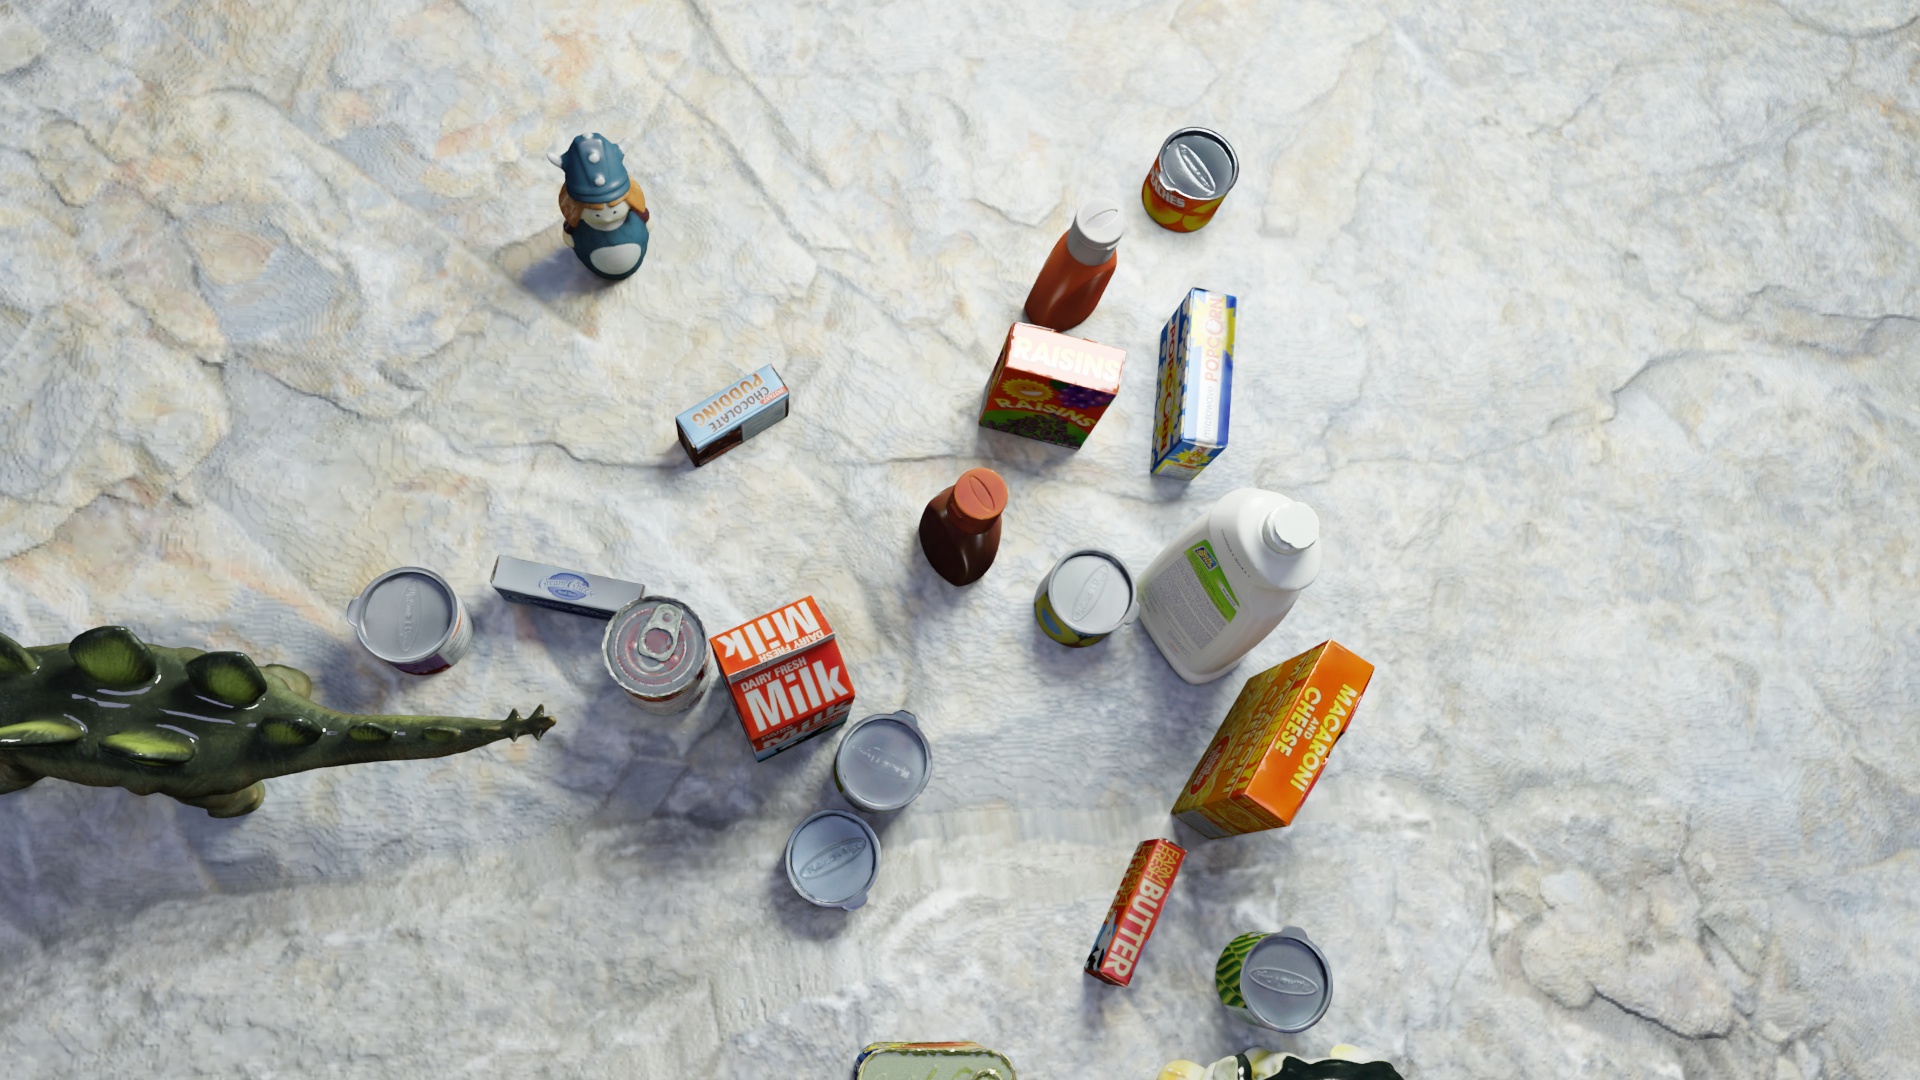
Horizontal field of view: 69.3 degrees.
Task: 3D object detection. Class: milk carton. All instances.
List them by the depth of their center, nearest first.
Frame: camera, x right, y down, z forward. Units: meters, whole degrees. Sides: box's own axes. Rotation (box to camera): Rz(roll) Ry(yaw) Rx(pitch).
[{"bbox_3d":[-0.118,0.091,0.917,0.072,0.190,0.073,-23,80,-13],"label":"milk carton"}]

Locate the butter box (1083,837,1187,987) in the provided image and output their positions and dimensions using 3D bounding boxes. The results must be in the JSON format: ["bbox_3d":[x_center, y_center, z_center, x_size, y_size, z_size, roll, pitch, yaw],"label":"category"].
[{"bbox_3d":[0.122,0.260,0.976,0.024,0.053,0.104,28,73,0],"label":"butter box"}]

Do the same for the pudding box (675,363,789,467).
[{"bbox_3d":[-0.169,-0.092,1.033,0.084,0.049,0.030,-33,82,-15],"label":"pudding box"}]

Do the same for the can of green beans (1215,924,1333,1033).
[{"bbox_3d":[0.219,0.308,0.974,0.071,0.057,0.071,2,75,-7],"label":"can of green beans"}]

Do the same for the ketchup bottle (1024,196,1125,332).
[{"bbox_3d":[0.091,-0.207,1.049,0.065,0.148,0.043,-31,82,-14],"label":"ketchup bottle"}]

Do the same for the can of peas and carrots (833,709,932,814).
[{"bbox_3d":[-0.055,0.156,0.977,0.071,0.058,0.071,2,75,-7],"label":"can of peas and carrots"}]

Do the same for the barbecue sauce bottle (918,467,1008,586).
[{"bbox_3d":[0.004,-0.012,0.984,0.044,0.148,0.065,-30,81,-14],"label":"barbecue sauce bottle"}]

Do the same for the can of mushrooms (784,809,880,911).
[{"bbox_3d":[-0.088,0.224,0.966,0.071,0.033,0.071,2,75,-7],"label":"can of mushrooms"}]

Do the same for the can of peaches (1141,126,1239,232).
[{"bbox_3d":[0.184,-0.293,1.133,0.071,0.058,0.071,2,75,-7],"label":"can of peaches"}]

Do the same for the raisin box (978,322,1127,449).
[{"bbox_3d":[0.066,-0.113,1.034,0.086,0.123,0.040,14,74,-4],"label":"raisin box"}]

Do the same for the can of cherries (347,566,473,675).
[{"bbox_3d":[-0.378,0.056,0.959,0.071,0.058,0.071,2,75,-7],"label":"can of cherries"}]

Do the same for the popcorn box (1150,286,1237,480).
[{"bbox_3d":[0.179,-0.119,1.071,0.038,0.085,0.127,8,74,-6],"label":"popcorn box"}]

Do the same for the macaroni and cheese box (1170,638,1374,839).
[{"bbox_3d":[0.214,0.142,0.962,0.040,0.166,0.124,33,73,2],"label":"macaroni and cheese box"}]

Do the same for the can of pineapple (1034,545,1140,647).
[{"bbox_3d":[0.093,0.044,1.028,0.071,0.057,0.071,2,75,-7],"label":"can of pineapple"}]

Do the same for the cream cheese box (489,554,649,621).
[{"bbox_3d":[-0.274,0.037,0.981,0.104,0.053,0.024,12,74,-5],"label":"cream cheese box"}]
